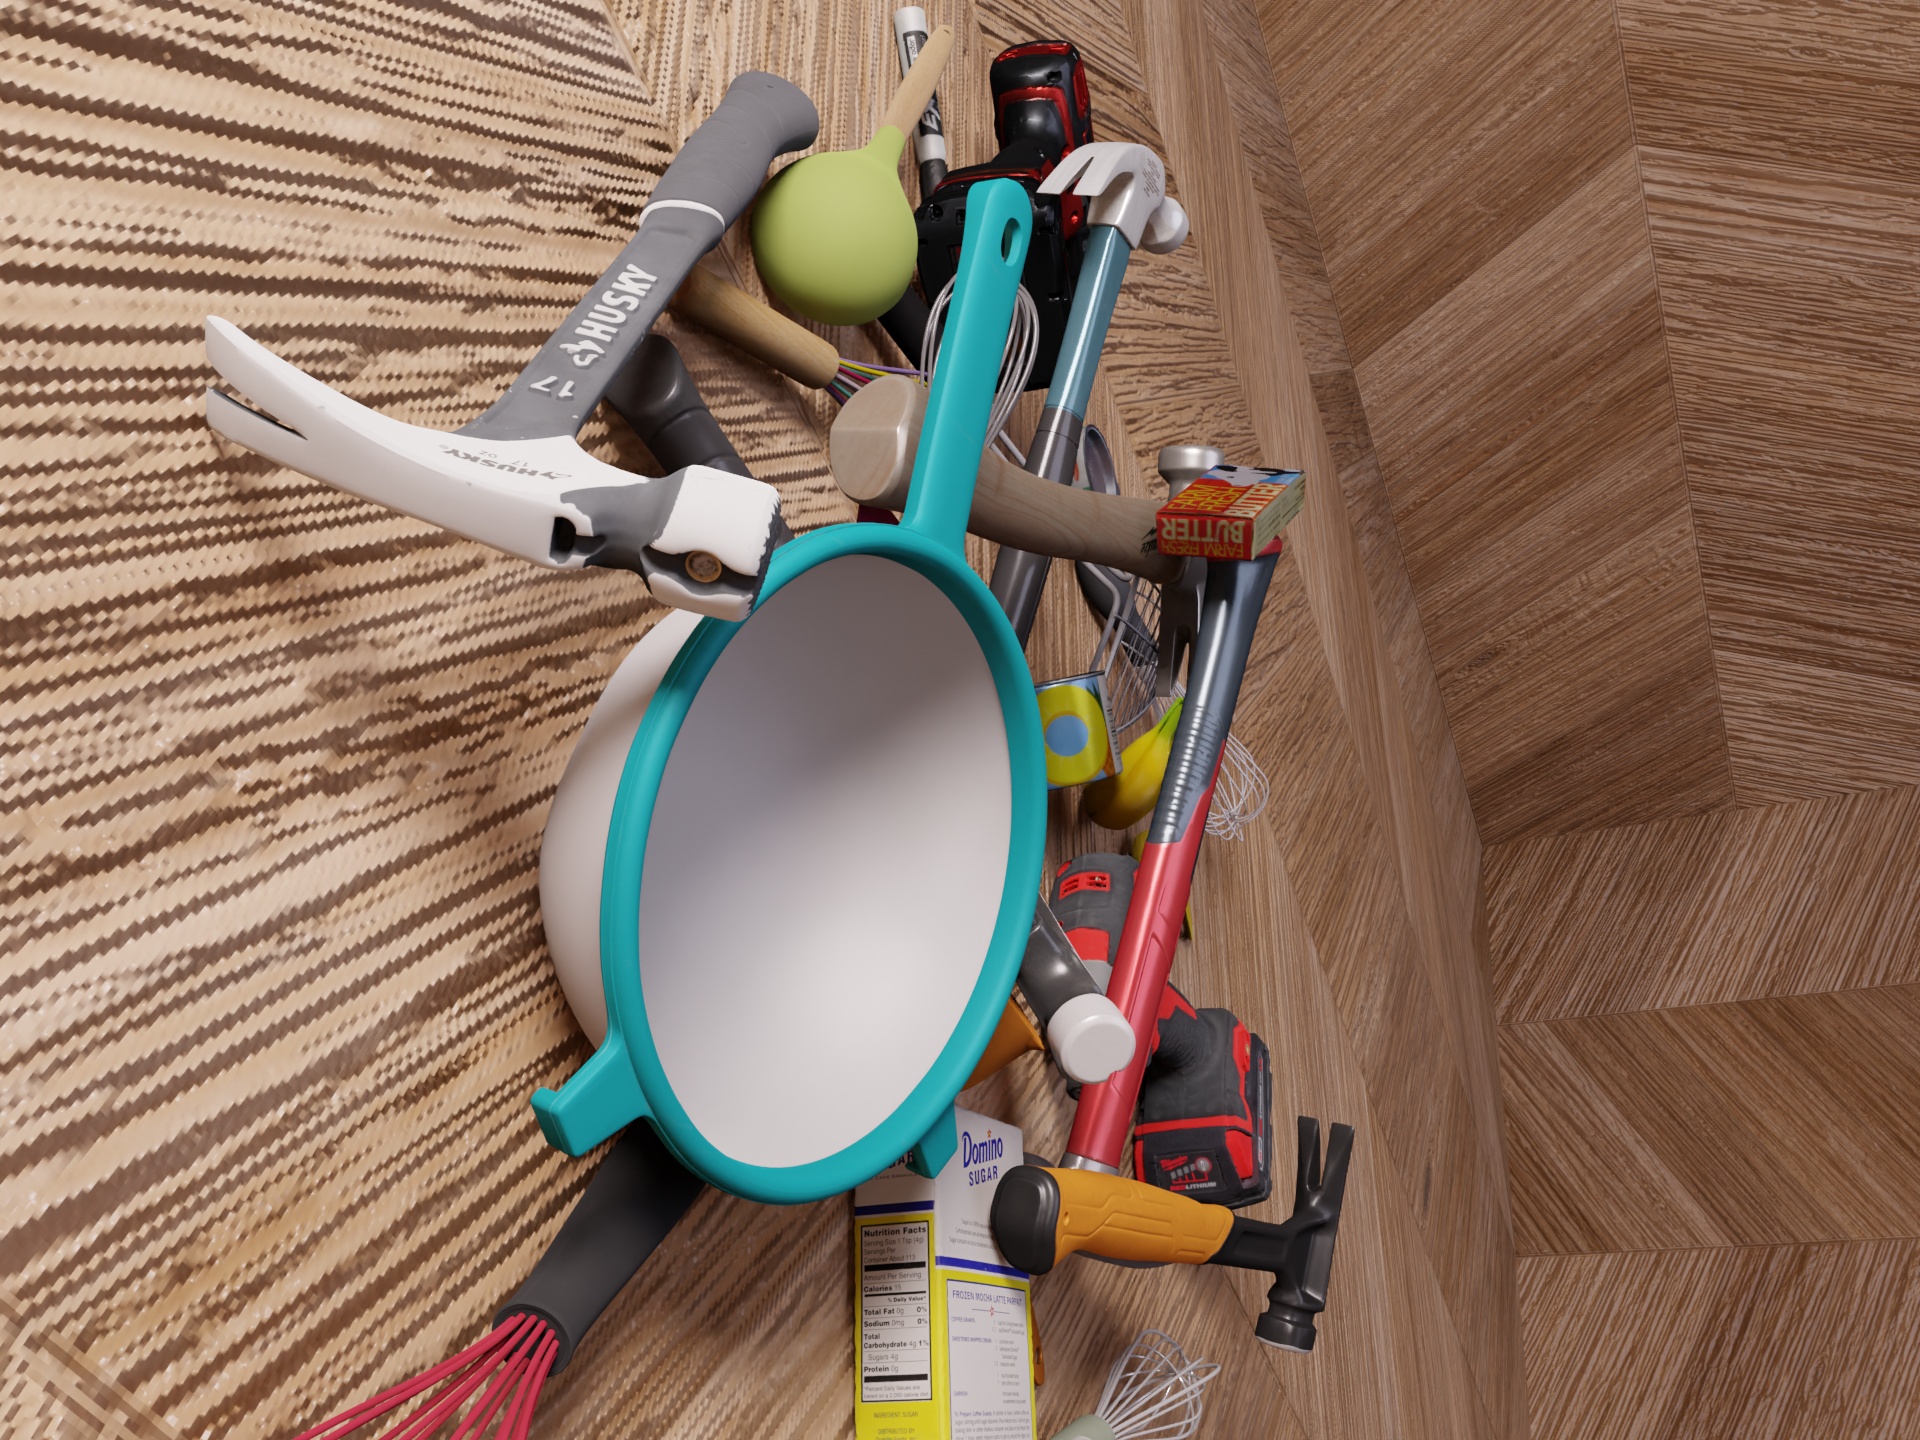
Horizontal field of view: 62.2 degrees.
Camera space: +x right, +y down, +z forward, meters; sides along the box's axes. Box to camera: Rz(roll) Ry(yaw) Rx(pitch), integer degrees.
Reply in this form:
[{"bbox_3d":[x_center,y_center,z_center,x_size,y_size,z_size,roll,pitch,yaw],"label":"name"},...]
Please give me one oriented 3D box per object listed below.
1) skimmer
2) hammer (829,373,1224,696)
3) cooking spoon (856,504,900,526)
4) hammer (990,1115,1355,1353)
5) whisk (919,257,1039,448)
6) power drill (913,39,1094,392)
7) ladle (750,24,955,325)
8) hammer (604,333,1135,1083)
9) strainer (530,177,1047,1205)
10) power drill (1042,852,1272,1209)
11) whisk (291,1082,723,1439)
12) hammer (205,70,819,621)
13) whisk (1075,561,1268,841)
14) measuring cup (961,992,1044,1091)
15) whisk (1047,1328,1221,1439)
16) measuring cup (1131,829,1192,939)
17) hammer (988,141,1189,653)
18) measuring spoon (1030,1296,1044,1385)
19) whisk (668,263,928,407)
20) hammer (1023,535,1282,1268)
[{"bbox_3d":[0.022,-0.122,0.909,0.362,0.090,0.127,48,53,-35],"label":"skimmer"},{"bbox_3d":[0.052,-0.085,0.757,0.410,0.038,0.146,0,93,-65],"label":"hammer"},{"bbox_3d":[-0.001,-0.002,0.733,0.318,0.017,0.069,60,25,-61],"label":"cooking spoon"},{"bbox_3d":[0.114,0.241,0.775,0.336,0.034,0.127,31,69,-52],"label":"hammer"},{"bbox_3d":[-0.011,-0.099,0.728,0.055,0.055,0.239,28,75,-62],"label":"whisk"},{"bbox_3d":[0.044,-0.281,0.955,0.227,0.080,0.187,-73,157,-47],"label":"power drill"},{"bbox_3d":[-0.038,-0.296,0.815,0.078,0.062,0.320,31,37,-14],"label":"ladle"},{"bbox_3d":[-0.037,-0.006,0.641,0.334,0.035,0.146,57,-1,-23],"label":"hammer"},{"bbox_3d":[-0.050,-0.021,0.529,0.210,0.095,0.340,27,72,-54],"label":"strainer"},{"bbox_3d":[0.109,0.192,0.918,0.219,0.078,0.143,55,32,-39],"label":"power drill"},{"bbox_3d":[-0.118,0.169,0.405,0.296,0.073,0.073,-50,126,-70],"label":"whisk"},{"bbox_3d":[-0.105,-0.164,0.546,0.409,0.149,0.036,-82,-171,-56],"label":"hammer"},{"bbox_3d":[0.148,-0.018,1.138,0.284,0.070,0.070,57,30,-32],"label":"whisk"},{"bbox_3d":[-0.004,0.127,0.693,0.095,0.052,0.173,55,-4,26],"label":"measuring cup"},{"bbox_3d":[0.069,0.351,0.781,0.246,0.059,0.058,10,59,-62],"label":"whisk"},{"bbox_3d":[0.142,0.123,1.104,0.156,0.029,0.062,64,24,-60],"label":"measuring cup"},{"bbox_3d":[0.051,-0.146,0.834,0.128,0.033,0.331,26,78,-62],"label":"hammer"},{"bbox_3d":[0.030,0.265,0.769,0.021,0.011,0.117,-16,94,-68],"label":"measuring spoon"},{"bbox_3d":[-0.055,-0.152,0.732,0.244,0.047,0.051,15,63,-61],"label":"whisk"},{"bbox_3d":[0.115,0.083,0.827,0.143,0.038,0.386,34,67,-44],"label":"hammer"}]
